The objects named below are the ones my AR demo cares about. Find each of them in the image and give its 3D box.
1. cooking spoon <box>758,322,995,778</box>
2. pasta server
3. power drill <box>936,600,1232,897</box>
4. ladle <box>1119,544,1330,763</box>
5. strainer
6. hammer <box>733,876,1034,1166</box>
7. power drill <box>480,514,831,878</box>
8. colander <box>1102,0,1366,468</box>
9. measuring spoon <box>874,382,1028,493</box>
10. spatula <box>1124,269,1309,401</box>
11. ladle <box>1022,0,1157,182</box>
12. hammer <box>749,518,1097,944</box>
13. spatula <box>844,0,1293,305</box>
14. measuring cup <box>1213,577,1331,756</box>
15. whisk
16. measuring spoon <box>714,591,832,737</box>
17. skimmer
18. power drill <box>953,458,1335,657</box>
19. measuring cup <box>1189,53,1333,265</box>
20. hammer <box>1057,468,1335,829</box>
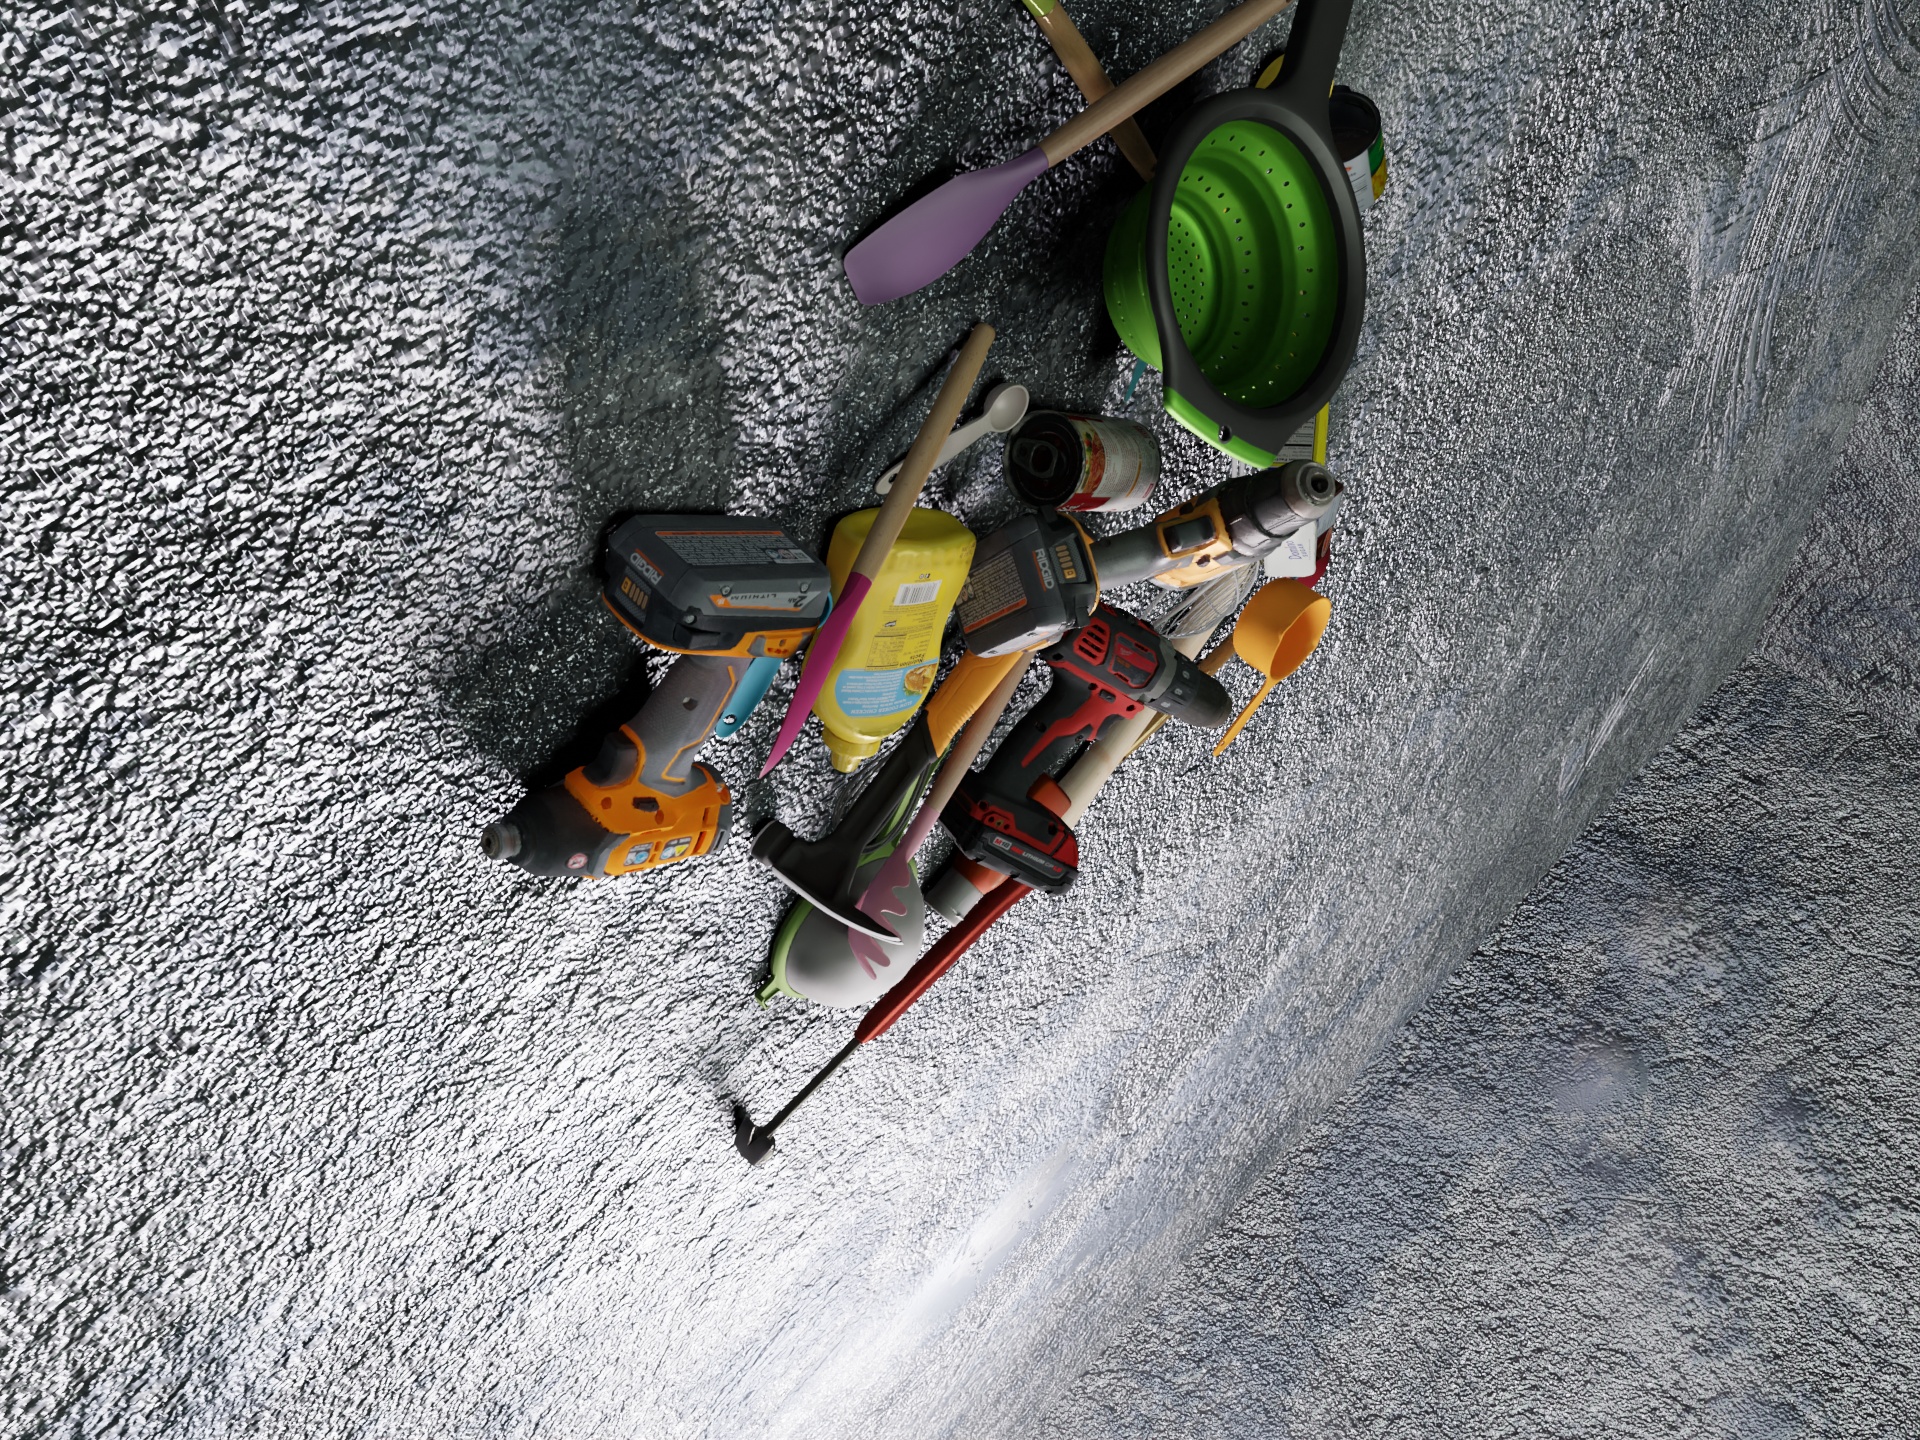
[{"bbox_3d":[-0.048,-0.106,0.948,0.319,0.017,0.068,-65,-175,-16],"label":"cooking spoon"},{"bbox_3d":[-0.001,0.046,1.189,0.316,0.040,0.060,-60,-173,-4],"label":"pasta server"},{"bbox_3d":[0.102,0.025,1.276,0.187,0.080,0.226,27,99,-31],"label":"power drill"},{"bbox_3d":[0.247,-0.066,1.491,0.315,0.031,0.069,-44,149,-11],"label":"ladle"},{"bbox_3d":[-0.051,0.132,1.242,0.151,0.069,0.256,-4,127,-52],"label":"strainer"},{"bbox_3d":[-0.053,0.237,1.354,0.359,0.037,0.149,-43,171,-22],"label":"hammer"},{"bbox_3d":[-0.180,-0.003,0.914,0.164,0.084,0.226,-8,132,-50],"label":"power drill"},{"bbox_3d":[0.178,-0.357,1.003,0.204,0.094,0.397,21,81,-40],"label":"colander"},{"bbox_3d":[-0.008,-0.183,1.029,0.124,0.018,0.034,-34,146,-16],"label":"measuring spoon"},{"bbox_3d":[0.214,-0.306,1.172,0.317,0.044,0.082,-24,144,-41],"label":"spatula"},{"bbox_3d":[0.065,-0.376,0.880,0.078,0.062,0.320,-54,153,6],"label":"ladle"},{"bbox_3d":[-0.002,-0.004,1.139,0.337,0.127,0.034,-54,166,-10],"label":"hammer"},{"bbox_3d":[0.068,-0.335,0.909,0.316,0.018,0.059,-36,151,-3],"label":"spatula"},{"bbox_3d":[0.262,-0.051,1.436,0.173,0.052,0.095,-56,153,12],"label":"measuring cup"},{"bbox_3d":[-0.017,0.002,1.180,0.239,0.055,0.055,-54,150,-6],"label":"whisk"},{"bbox_3d":[-0.125,-0.043,1.013,0.042,0.021,0.128,19,117,-33],"label":"measuring spoon"},{"bbox_3d":[0.183,-0.202,1.206,0.127,0.090,0.362,-48,149,-31],"label":"skimmer"},{"bbox_3d":[0.125,-0.116,1.066,0.226,0.084,0.185,-17,179,-26],"label":"power drill"},{"bbox_3d":[0.195,-0.385,1.090,0.062,0.029,0.156,-5,138,-52],"label":"measuring cup"},{"bbox_3d":[0.194,-0.051,1.423,0.410,0.038,0.146,-54,151,4],"label":"hammer"}]
